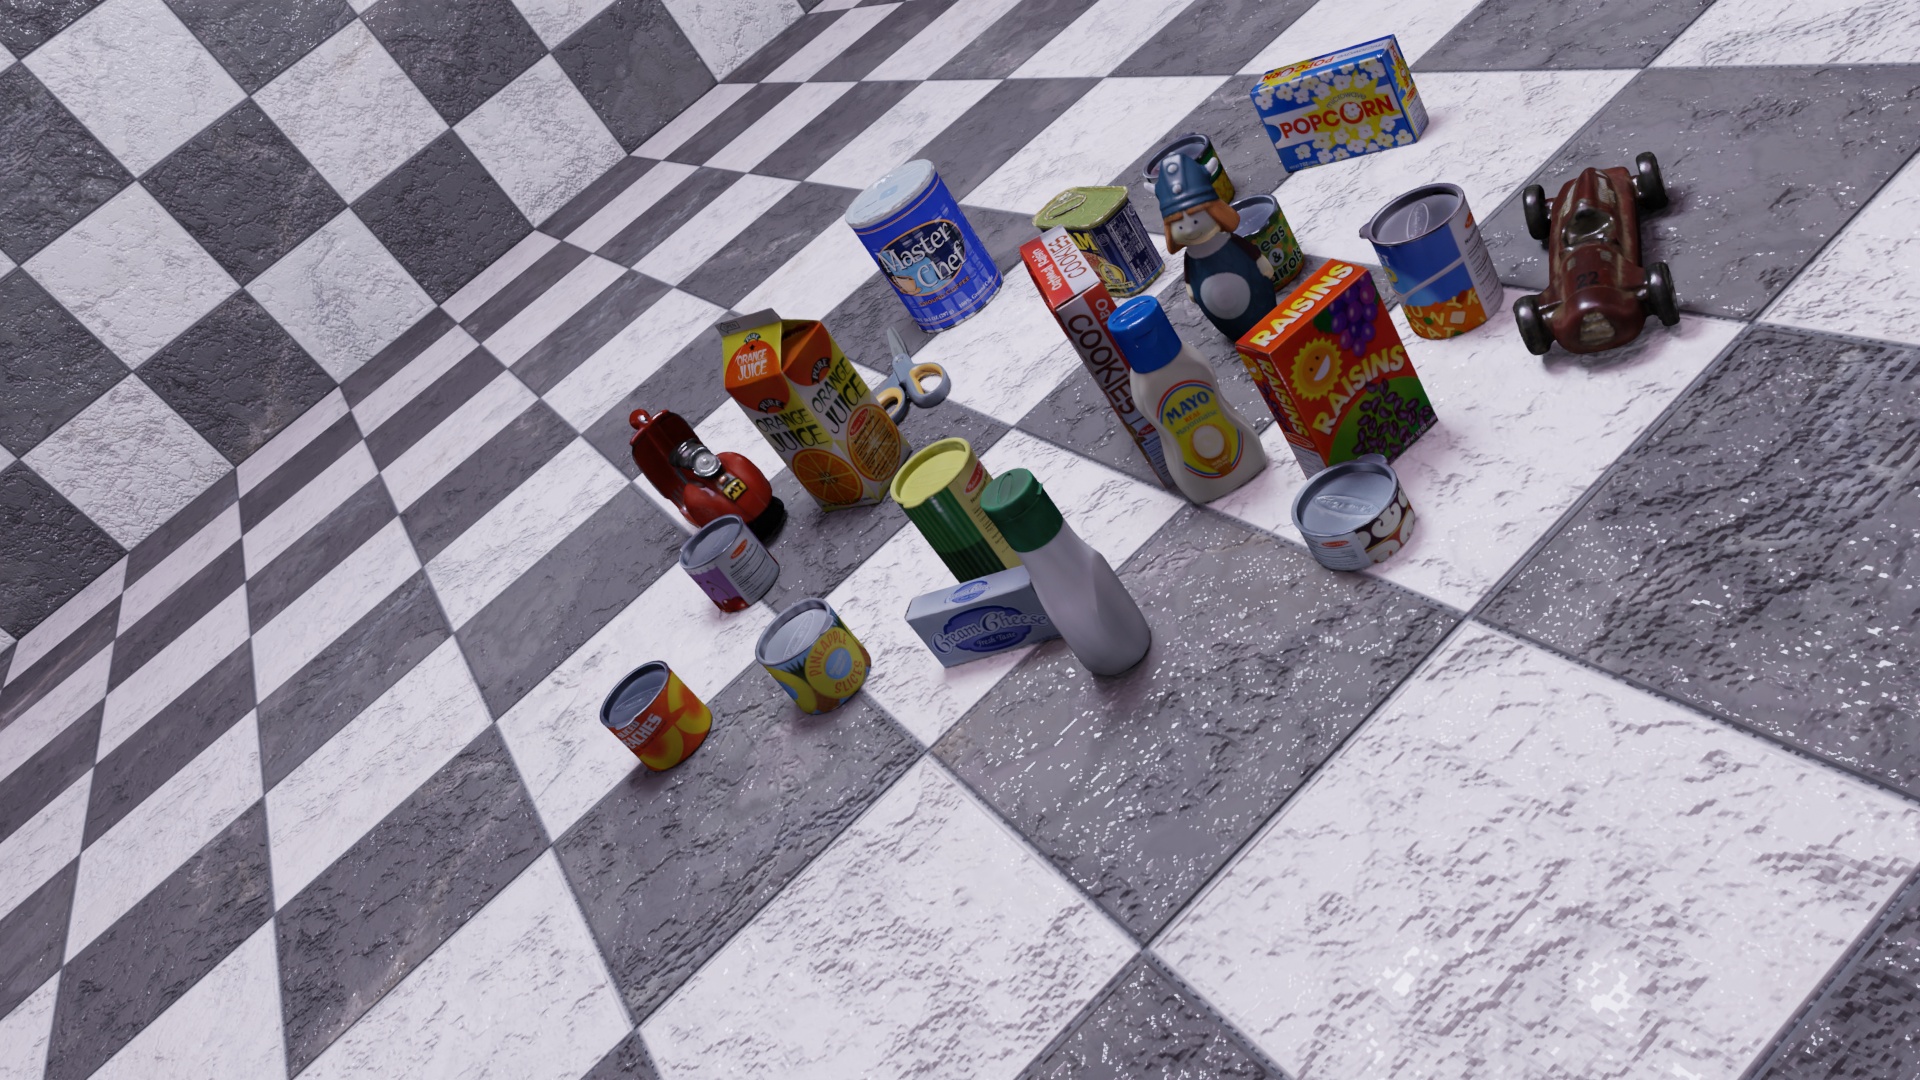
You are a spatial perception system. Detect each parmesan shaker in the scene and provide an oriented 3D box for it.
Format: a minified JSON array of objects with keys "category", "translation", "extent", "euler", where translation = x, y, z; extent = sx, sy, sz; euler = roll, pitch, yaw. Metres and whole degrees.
[{"category":"parmesan shaker","translation":[0.004,-0.013,1.000],"extent":[0.071,0.102,0.072],"euler":[-26,32,18]}]

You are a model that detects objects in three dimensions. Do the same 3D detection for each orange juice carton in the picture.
[{"category":"orange juice carton","translation":[-0.131,-0.120,1.196],"extent":[0.071,0.192,0.073],"euler":[-8,40,39]}]

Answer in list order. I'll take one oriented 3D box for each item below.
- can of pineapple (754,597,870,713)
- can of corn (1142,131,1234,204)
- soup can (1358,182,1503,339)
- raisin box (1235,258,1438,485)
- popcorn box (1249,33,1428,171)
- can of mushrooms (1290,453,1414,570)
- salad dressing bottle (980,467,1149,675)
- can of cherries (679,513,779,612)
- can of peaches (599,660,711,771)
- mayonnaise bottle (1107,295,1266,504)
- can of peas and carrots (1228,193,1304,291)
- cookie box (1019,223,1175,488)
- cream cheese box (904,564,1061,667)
[{"category":"can of pineapple","translation":[-0.107,0.085,1.020],"extent":[0.071,0.057,0.071],"euler":[-26,32,17]},{"category":"can of corn","translation":[0.211,-0.332,1.277],"extent":[0.071,0.058,0.071],"euler":[-26,32,17]},{"category":"soup can","translation":[0.320,-0.188,0.942],"extent":[0.071,0.083,0.072],"euler":[-26,32,18]},{"category":"raisin box","translation":[0.235,-0.099,0.865],"extent":[0.086,0.123,0.040],"euler":[-41,30,-7]},{"category":"popcorn box","translation":[0.325,-0.373,1.193],"extent":[0.126,0.085,0.038],"euler":[-2,44,44]},{"category":"can of mushrooms","translation":[0.238,-0.017,0.837],"extent":[0.071,0.033,0.071],"euler":[-26,32,17]},{"category":"salad dressing bottle","translation":[0.064,0.019,0.850],"extent":[0.044,0.147,0.064],"euler":[-20,34,27]},{"category":"can of cherries","translation":[-0.201,0.020,1.206],"extent":[0.071,0.058,0.072],"euler":[-26,32,17]},{"category":"can of peaches","translation":[-0.236,0.138,1.078],"extent":[0.071,0.058,0.071],"euler":[-26,32,17]},{"category":"mayonnaise bottle","translation":[0.147,-0.095,0.924],"extent":[0.064,0.147,0.041],"euler":[-31,30,9]},{"category":"can of peas and carrots","translation":[0.237,-0.235,1.117],"extent":[0.071,0.058,0.071],"euler":[-26,32,17]},{"category":"cookie box","translation":[0.108,-0.133,0.998],"extent":[0.040,0.167,0.123],"euler":[-32,30,8]},{"category":"cream cheese box","translation":[0.019,0.052,0.944],"extent":[0.103,0.053,0.024],"euler":[-17,35,29]}]
